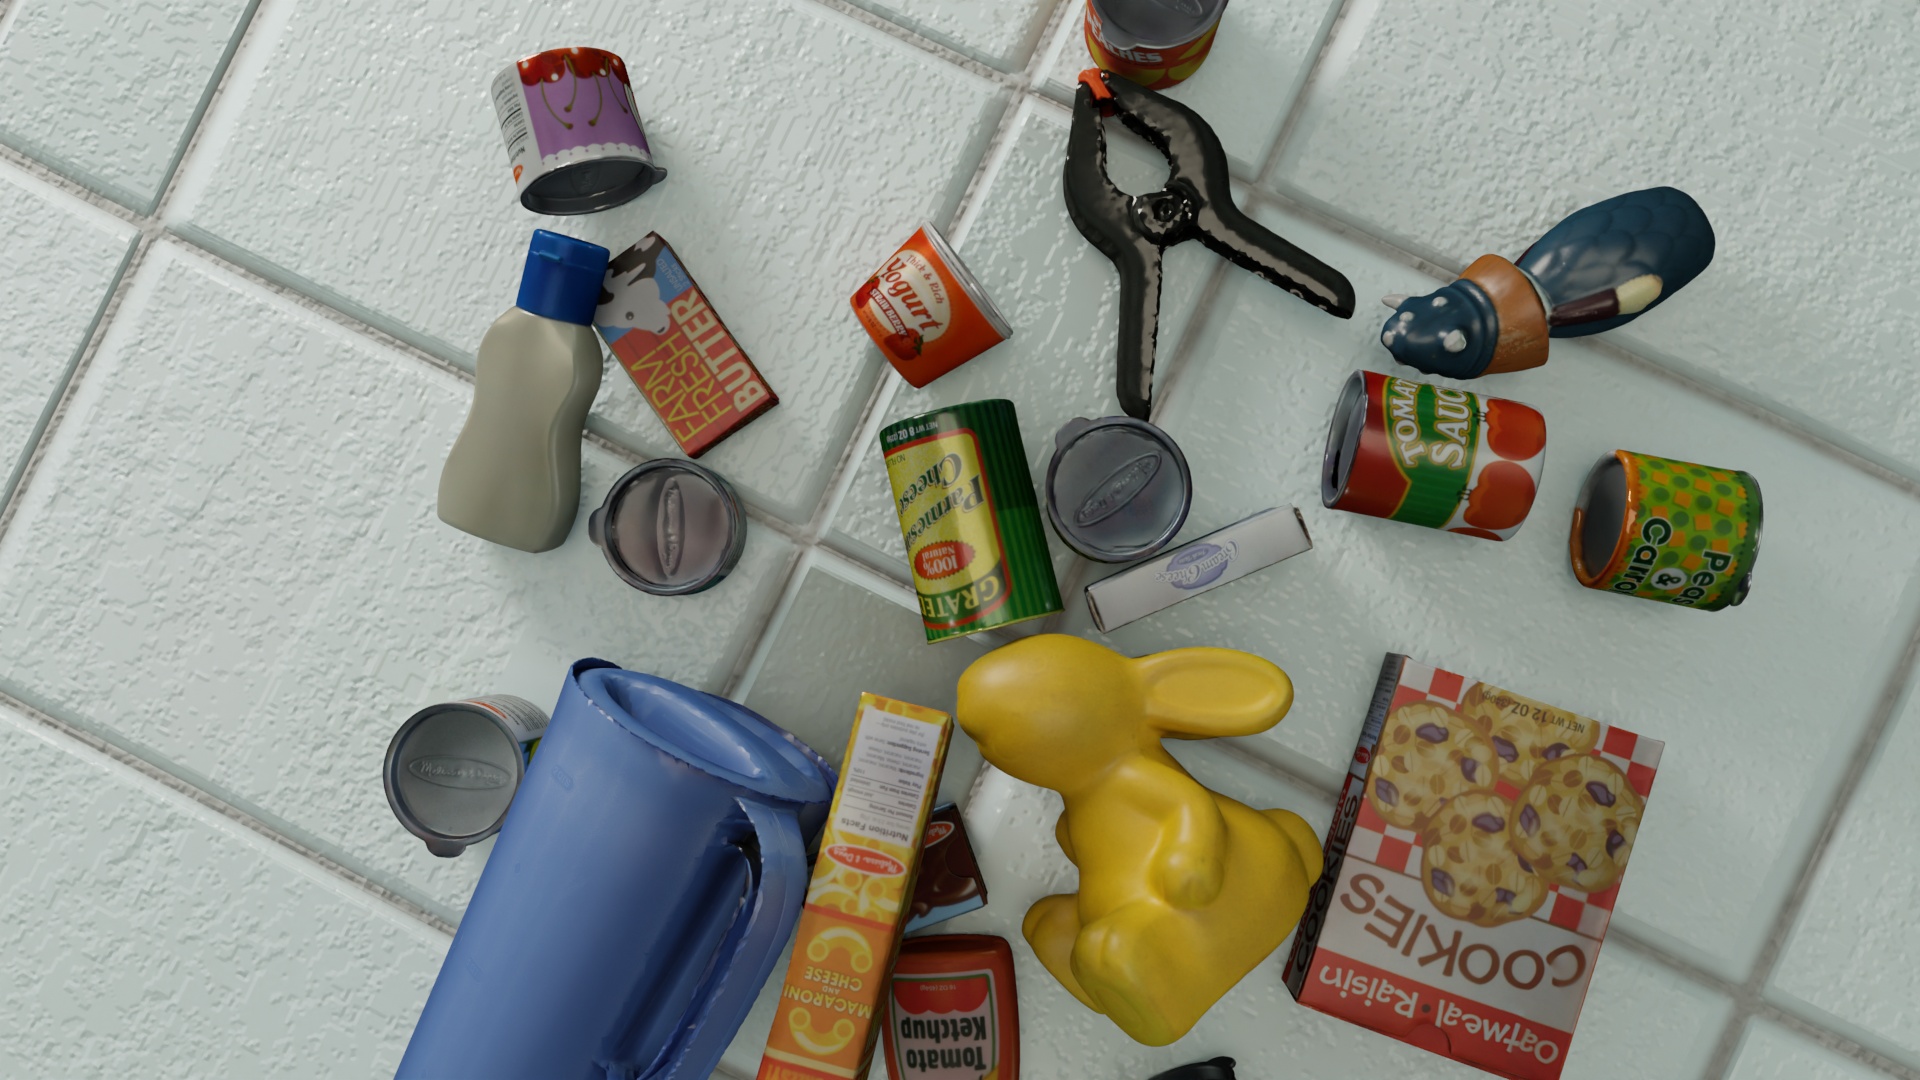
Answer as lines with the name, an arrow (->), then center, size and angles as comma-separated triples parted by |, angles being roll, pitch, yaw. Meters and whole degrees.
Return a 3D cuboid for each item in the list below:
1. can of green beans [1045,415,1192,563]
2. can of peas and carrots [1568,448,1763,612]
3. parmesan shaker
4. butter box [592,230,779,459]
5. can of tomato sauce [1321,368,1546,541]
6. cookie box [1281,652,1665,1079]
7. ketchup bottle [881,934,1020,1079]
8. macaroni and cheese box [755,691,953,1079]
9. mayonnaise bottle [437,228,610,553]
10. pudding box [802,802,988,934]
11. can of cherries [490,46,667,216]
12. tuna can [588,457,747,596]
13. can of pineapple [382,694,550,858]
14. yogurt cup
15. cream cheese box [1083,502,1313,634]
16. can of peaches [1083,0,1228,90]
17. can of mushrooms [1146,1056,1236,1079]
can of green beans -> 0.073, -0.022, 0.652 | 0.071, 0.058, 0.071 | 0, 87, 3
can of peas and carrots -> 0.320, -0.003, 0.634 | 0.059, 0.071, 0.071 | 11, 88, 4
parmesan shaker -> 0.002, -0.008, 0.652 | 0.071, 0.071, 0.103 | -14, 86, 2
butter box -> -0.140, -0.095, 0.683 | 0.053, 0.024, 0.103 | -36, 86, 1
can of tomato sauce -> 0.217, -0.040, 0.641 | 0.083, 0.071, 0.071 | 12, 88, 3
cookie box -> 0.235, 0.151, 0.644 | 0.123, 0.040, 0.167 | 18, 88, 4
ketchup bottle -> -0.002, 0.263, 0.648 | 0.065, 0.043, 0.149 | -5, 87, 8
macaroni and cheese box -> -0.041, 0.151, 0.581 | 0.040, 0.123, 0.166 | 14, 81, 3
mayonnaise bottle -> -0.203, -0.072, 0.663 | 0.065, 0.041, 0.147 | 19, 99, 8
pudding box -> -0.033, 0.163, 0.662 | 0.084, 0.030, 0.049 | -20, 85, 1
can of cherries -> -0.184, -0.197, 0.672 | 0.071, 0.071, 0.058 | -17, 86, 2
tuna can -> -0.141, -0.006, 0.674 | 0.071, 0.033, 0.071 | 0, 87, 3
can of pineapple -> -0.230, 0.109, 0.660 | 0.071, 0.058, 0.071 | 0, 87, 3
yogurt cup -> -0.016, -0.109, 0.659 | 0.054, 0.072, 0.072 | -36, 86, 9
cream cheese box -> 0.109, 0.013, 0.651 | 0.104, 0.053, 0.024 | -23, 88, 1
can of peaches -> 0.091, -0.255, 0.664 | 0.071, 0.058, 0.071 | 0, 88, 3
can of mushrooms -> 0.103, 0.268, 0.632 | 0.071, 0.071, 0.033 | -25, 87, 1
